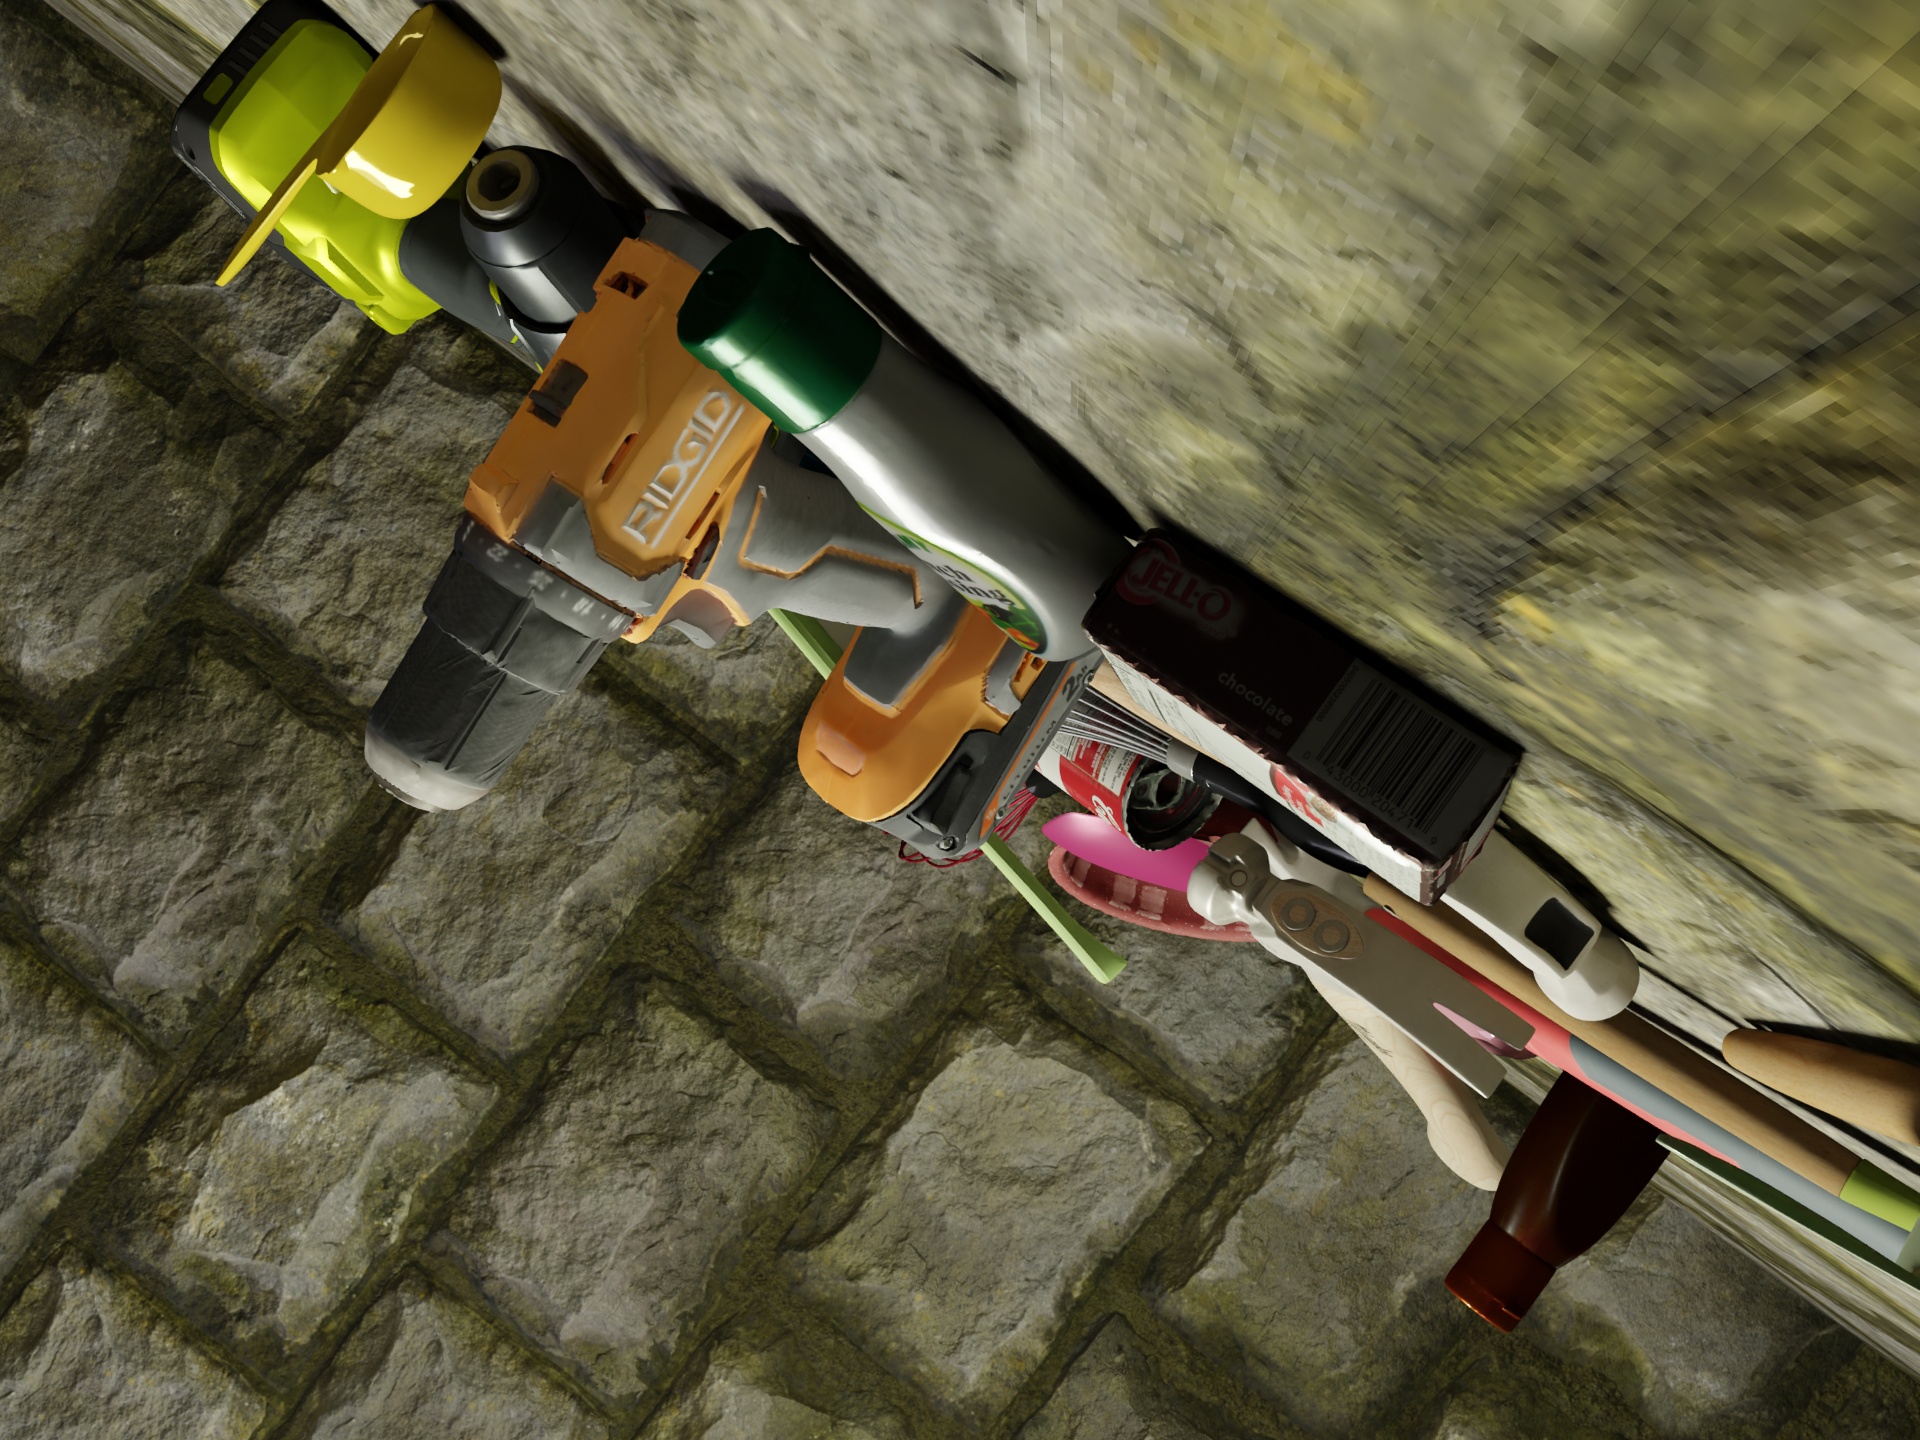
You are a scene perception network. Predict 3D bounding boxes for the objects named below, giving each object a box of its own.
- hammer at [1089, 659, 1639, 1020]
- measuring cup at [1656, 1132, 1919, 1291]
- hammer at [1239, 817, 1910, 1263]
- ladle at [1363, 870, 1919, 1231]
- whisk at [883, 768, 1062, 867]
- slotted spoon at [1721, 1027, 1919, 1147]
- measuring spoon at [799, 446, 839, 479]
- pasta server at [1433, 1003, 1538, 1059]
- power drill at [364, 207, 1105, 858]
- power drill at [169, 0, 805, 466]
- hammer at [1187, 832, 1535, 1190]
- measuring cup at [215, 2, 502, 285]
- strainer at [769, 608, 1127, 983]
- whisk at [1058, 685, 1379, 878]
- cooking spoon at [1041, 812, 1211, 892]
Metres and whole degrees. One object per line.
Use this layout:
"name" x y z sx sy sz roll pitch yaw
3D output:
"hammer" 0.094 0.000 0.603 0.129 0.031 0.332 36 180 -41
"measuring cup" 0.235 0.118 0.374 0.167 0.038 0.083 28 179 -14
"hammer" 0.263 0.134 0.657 0.143 0.038 0.387 47 172 -28
"ladle" 0.257 0.142 0.519 0.320 0.062 0.078 34 167 37
"whisk" 0.038 0.038 0.947 0.073 0.073 0.296 37 151 -18
"slotted spoon" 0.224 0.089 0.365 0.070 0.031 0.313 21 178 12
"measuring spoon" -0.027 -0.103 0.659 0.129 0.021 0.042 25 173 35
"pasta server" 0.249 0.133 1.031 0.316 0.040 0.060 32 176 44
"power drill" -0.065 -0.027 0.519 0.084 0.185 0.226 34 -179 43
"power drill" -0.174 -0.172 0.579 0.229 0.080 0.190 34 174 21
"hammer" 0.234 0.177 0.775 0.146 0.038 0.410 34 172 37
"measuring cup" -0.185 -0.158 0.477 0.029 0.062 0.156 32 149 -34
"strainer" -0.001 -0.002 0.693 0.256 0.069 0.151 48 177 9
"whisk" 0.081 0.003 0.714 0.285 0.070 0.070 30 176 39
"cooking spoon" 0.189 0.109 0.862 0.318 0.017 0.068 22 153 -16
